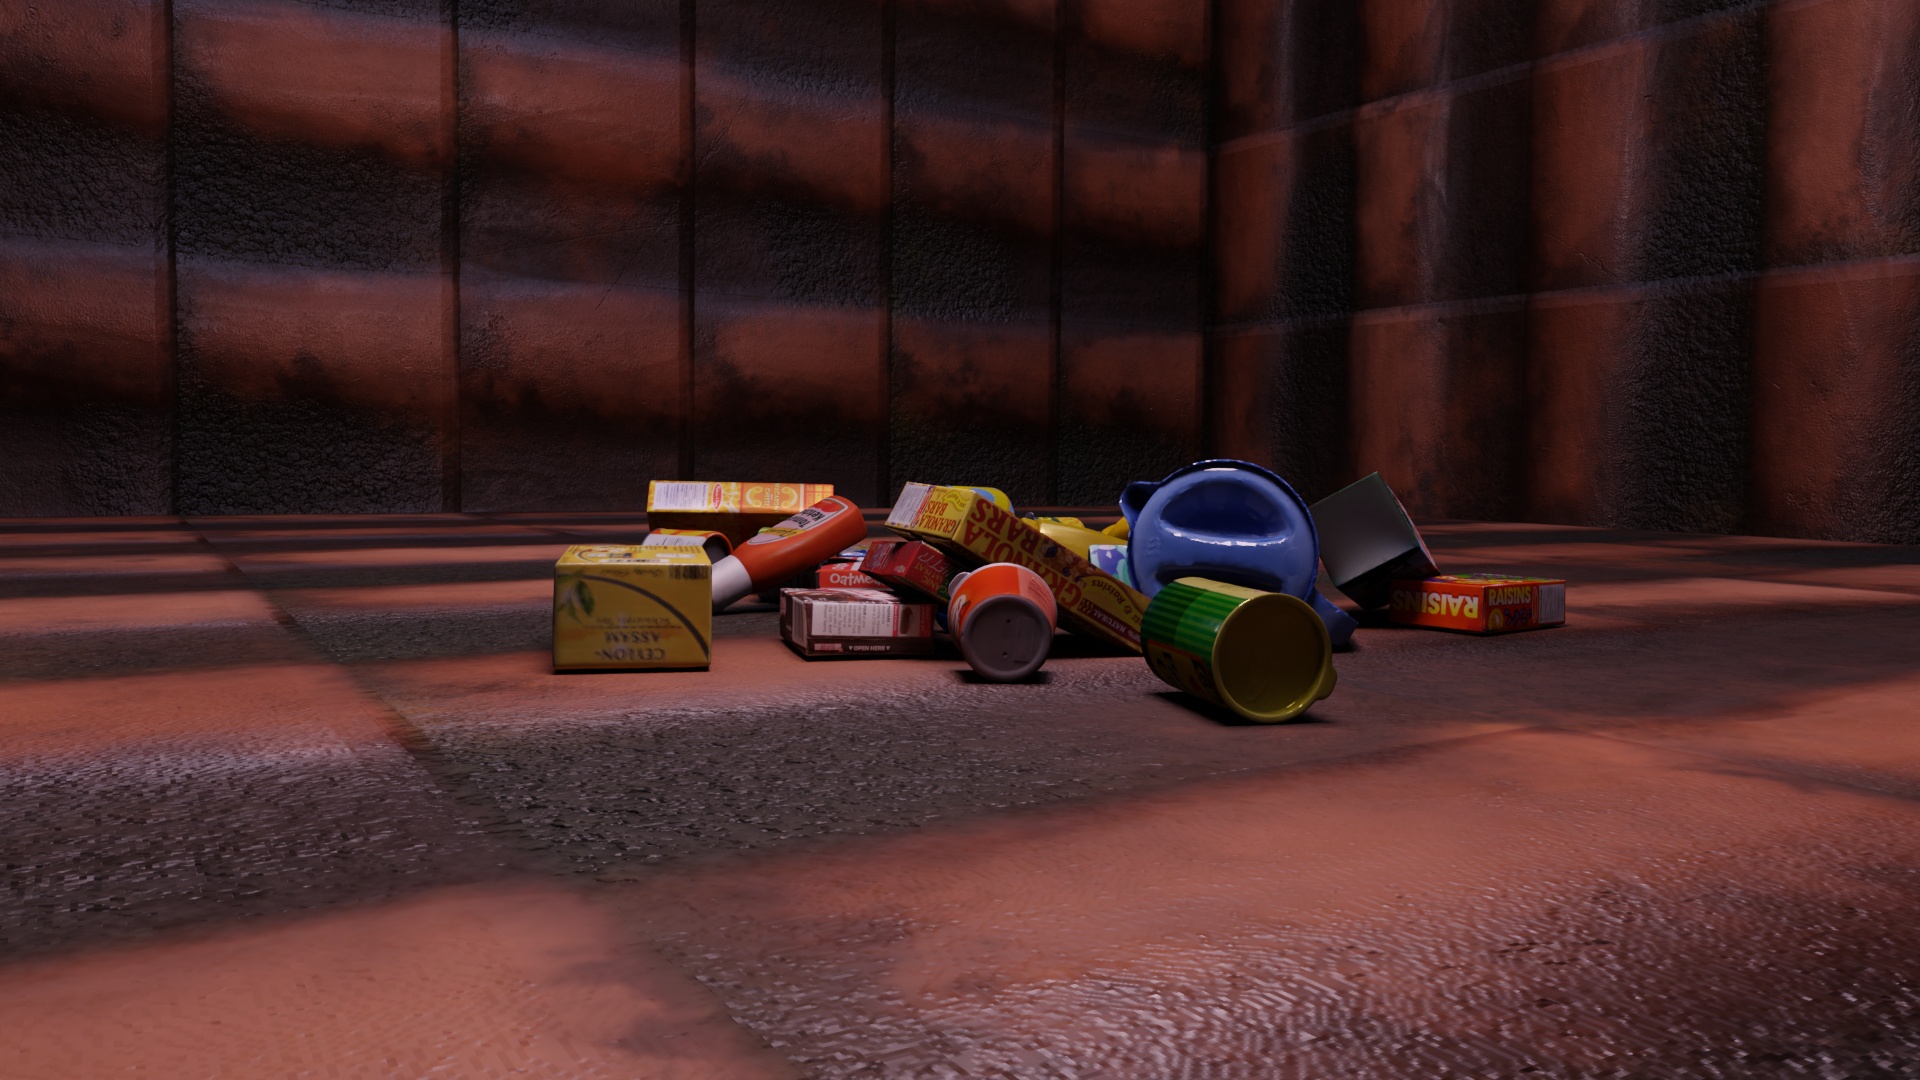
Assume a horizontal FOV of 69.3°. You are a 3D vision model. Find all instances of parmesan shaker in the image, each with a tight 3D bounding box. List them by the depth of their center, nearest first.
[{"bbox_3d":[0.147,0.058,0.750,0.071,0.071,0.103,0,3,-14],"label":"parmesan shaker"}]

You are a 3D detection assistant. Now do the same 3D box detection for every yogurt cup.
[{"bbox_3d":[0.026,0.052,0.836,0.072,0.072,0.054,1,11,-1],"label":"yogurt cup"}]

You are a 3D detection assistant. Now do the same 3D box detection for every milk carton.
[{"bbox_3d":[0.351,0.007,1.173,0.073,0.072,0.190,-30,-20,18],"label":"milk carton"}]

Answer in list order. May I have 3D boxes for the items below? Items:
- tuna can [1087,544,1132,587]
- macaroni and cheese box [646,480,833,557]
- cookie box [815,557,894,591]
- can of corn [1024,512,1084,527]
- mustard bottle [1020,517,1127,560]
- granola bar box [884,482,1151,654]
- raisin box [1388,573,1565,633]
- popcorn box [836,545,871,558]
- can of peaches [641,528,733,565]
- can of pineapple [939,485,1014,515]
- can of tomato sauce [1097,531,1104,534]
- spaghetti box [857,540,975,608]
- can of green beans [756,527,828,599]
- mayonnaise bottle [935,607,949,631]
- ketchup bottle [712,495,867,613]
[{"bbox_3d":[0.115,0.034,1.071,0.033,0.071,0.071,1,3,2],"label":"tuna can"},{"bbox_3d":[-0.203,-0.004,1.304,0.167,0.040,0.123,0,-37,-6],"label":"macaroni and cheese box"},{"bbox_3d":[-0.036,0.038,1.205,0.167,0.040,0.123,1,4,-1],"label":"cookie box"},{"bbox_3d":[0.100,0.005,1.525,0.058,0.071,0.071,0,3,-26],"label":"can of corn"},{"bbox_3d":[0.092,0.015,1.176,0.160,0.049,0.065,18,-23,-7],"label":"mustard bottle"},{"bbox_3d":[0.042,0.019,0.959,0.165,0.039,0.124,31,-7,-23],"label":"granola bar box"},{"bbox_3d":[0.420,0.050,1.129,0.123,0.040,0.086,-1,4,-39],"label":"raisin box"},{"bbox_3d":[-0.080,0.027,1.386,0.085,0.038,0.127,2,3,-7],"label":"popcorn box"},{"bbox_3d":[-0.233,0.024,1.192,0.058,0.071,0.071,2,4,23],"label":"can of peaches"},{"bbox_3d":[0.004,-0.015,1.200,0.058,0.071,0.071,1,3,-41],"label":"can of pineapple"},{"bbox_3d":[0.098,0.021,1.276,0.071,0.071,0.083,0,3,-15],"label":"can of tomato sauce"},{"bbox_3d":[-0.034,0.024,1.010,0.050,0.029,0.250,30,-6,-10],"label":"spaghetti box"},{"bbox_3d":[-0.151,0.021,1.248,0.058,0.071,0.071,1,3,4],"label":"can of green beans"},{"bbox_3d":[0.041,0.047,1.088,0.064,0.041,0.148,-5,0,43],"label":"mayonnaise bottle"},{"bbox_3d":[-0.154,0.012,1.169,0.149,0.043,0.065,-30,24,-28],"label":"ketchup bottle"}]
